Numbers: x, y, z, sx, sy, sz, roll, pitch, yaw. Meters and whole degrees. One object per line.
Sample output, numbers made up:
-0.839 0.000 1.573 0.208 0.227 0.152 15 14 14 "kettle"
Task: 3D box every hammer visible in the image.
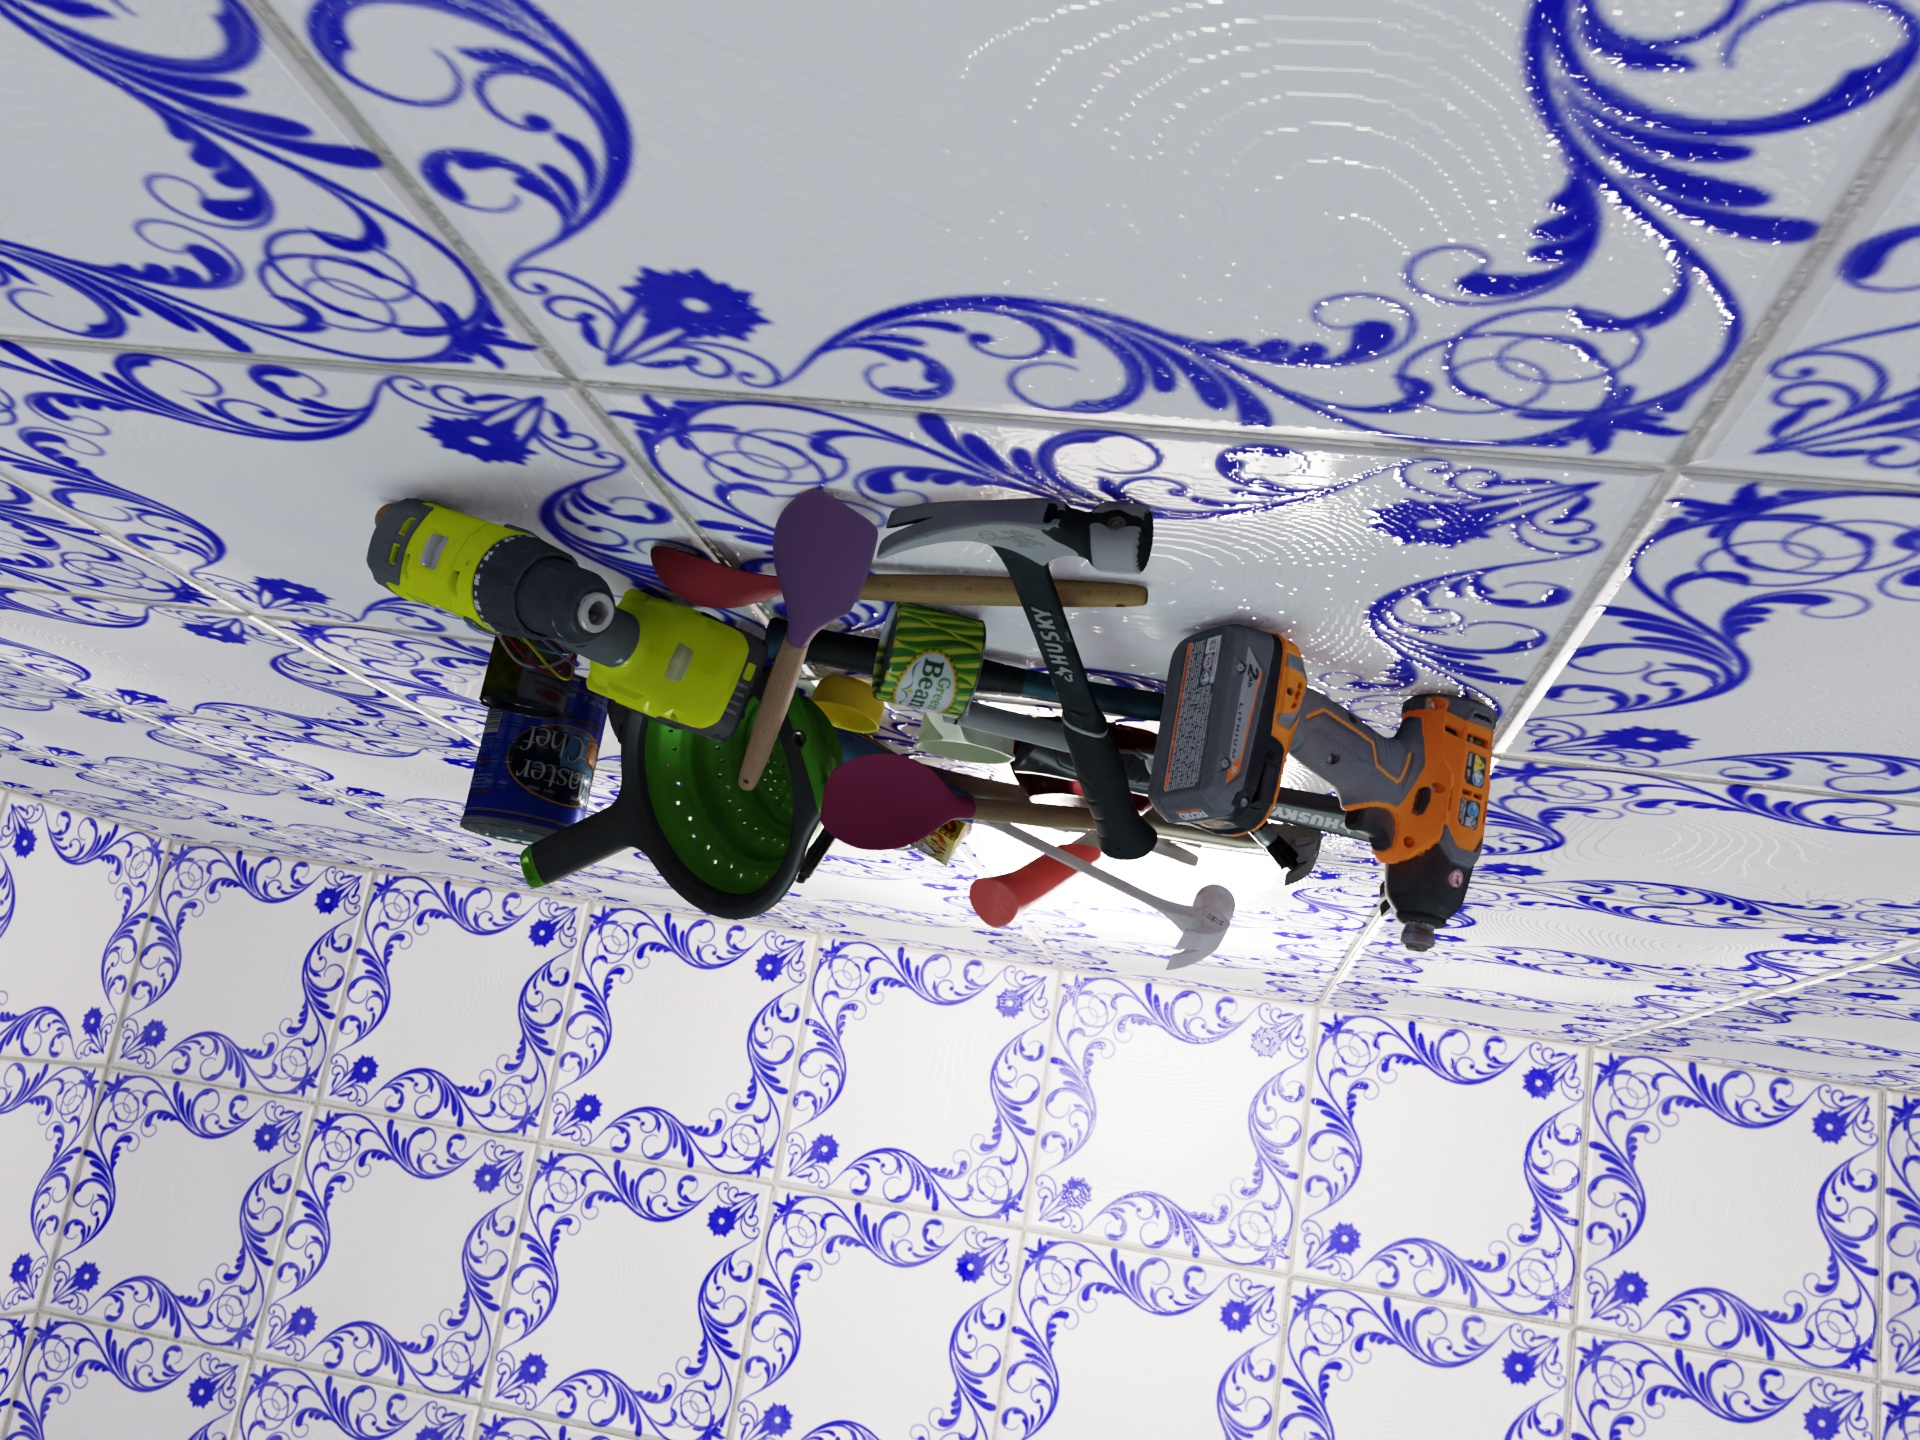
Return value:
0.205 0.060 1.203 0.335 0.035 0.146 12 130 3 "hammer"
0.030 -0.027 1.101 0.331 0.033 0.128 10 167 -2 "hammer"
0.067 -0.009 0.974 0.149 0.036 0.408 8 153 19 "hammer"
0.100 0.123 1.364 0.149 0.036 0.359 14 -169 18 "hammer"
0.105 0.079 1.393 0.411 0.038 0.146 8 -168 17 "hammer"
0.023 0.079 1.249 0.405 0.035 0.144 26 -164 9 "hammer"

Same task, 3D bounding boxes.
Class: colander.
-0.209 0.062 1.234 0.397 0.204 0.094 -24 174 42 "colander"

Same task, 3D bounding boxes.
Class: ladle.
-0.044 -0.080 0.956 0.315 0.031 0.069 3 166 16 "ladle"

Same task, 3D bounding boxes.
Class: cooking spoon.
0.025 0.066 1.164 0.318 0.069 0.017 8 -172 -42 "cooking spoon"

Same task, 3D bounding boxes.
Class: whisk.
-0.321 -0.084 1.090 0.051 0.047 0.244 6 163 17 "whisk"

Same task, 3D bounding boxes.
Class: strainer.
0.096 0.020 1.102 0.258 0.050 0.087 14 -178 -3 "strainer"

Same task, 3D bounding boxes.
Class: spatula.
-0.107 -0.037 0.975 0.060 0.018 0.315 33 145 4 "spatula"

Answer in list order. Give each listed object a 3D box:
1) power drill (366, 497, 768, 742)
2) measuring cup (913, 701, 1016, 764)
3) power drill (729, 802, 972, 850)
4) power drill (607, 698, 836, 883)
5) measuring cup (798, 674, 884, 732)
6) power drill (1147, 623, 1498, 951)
-0.227 -0.059 0.987 0.191 0.080 0.228 19 174 37 "power drill"
-0.002 -0.004 1.206 0.083 0.038 0.167 6 165 12 "measuring cup"
-0.124 0.095 1.545 0.226 0.084 0.185 0 177 25 "power drill"
-0.211 0.046 1.384 0.143 0.078 0.219 19 161 46 "power drill"
-0.131 -0.034 1.220 0.156 0.029 0.062 24 161 -9 "measuring cup"
0.232 0.044 0.984 0.226 0.164 0.084 18 165 -24 "power drill"
